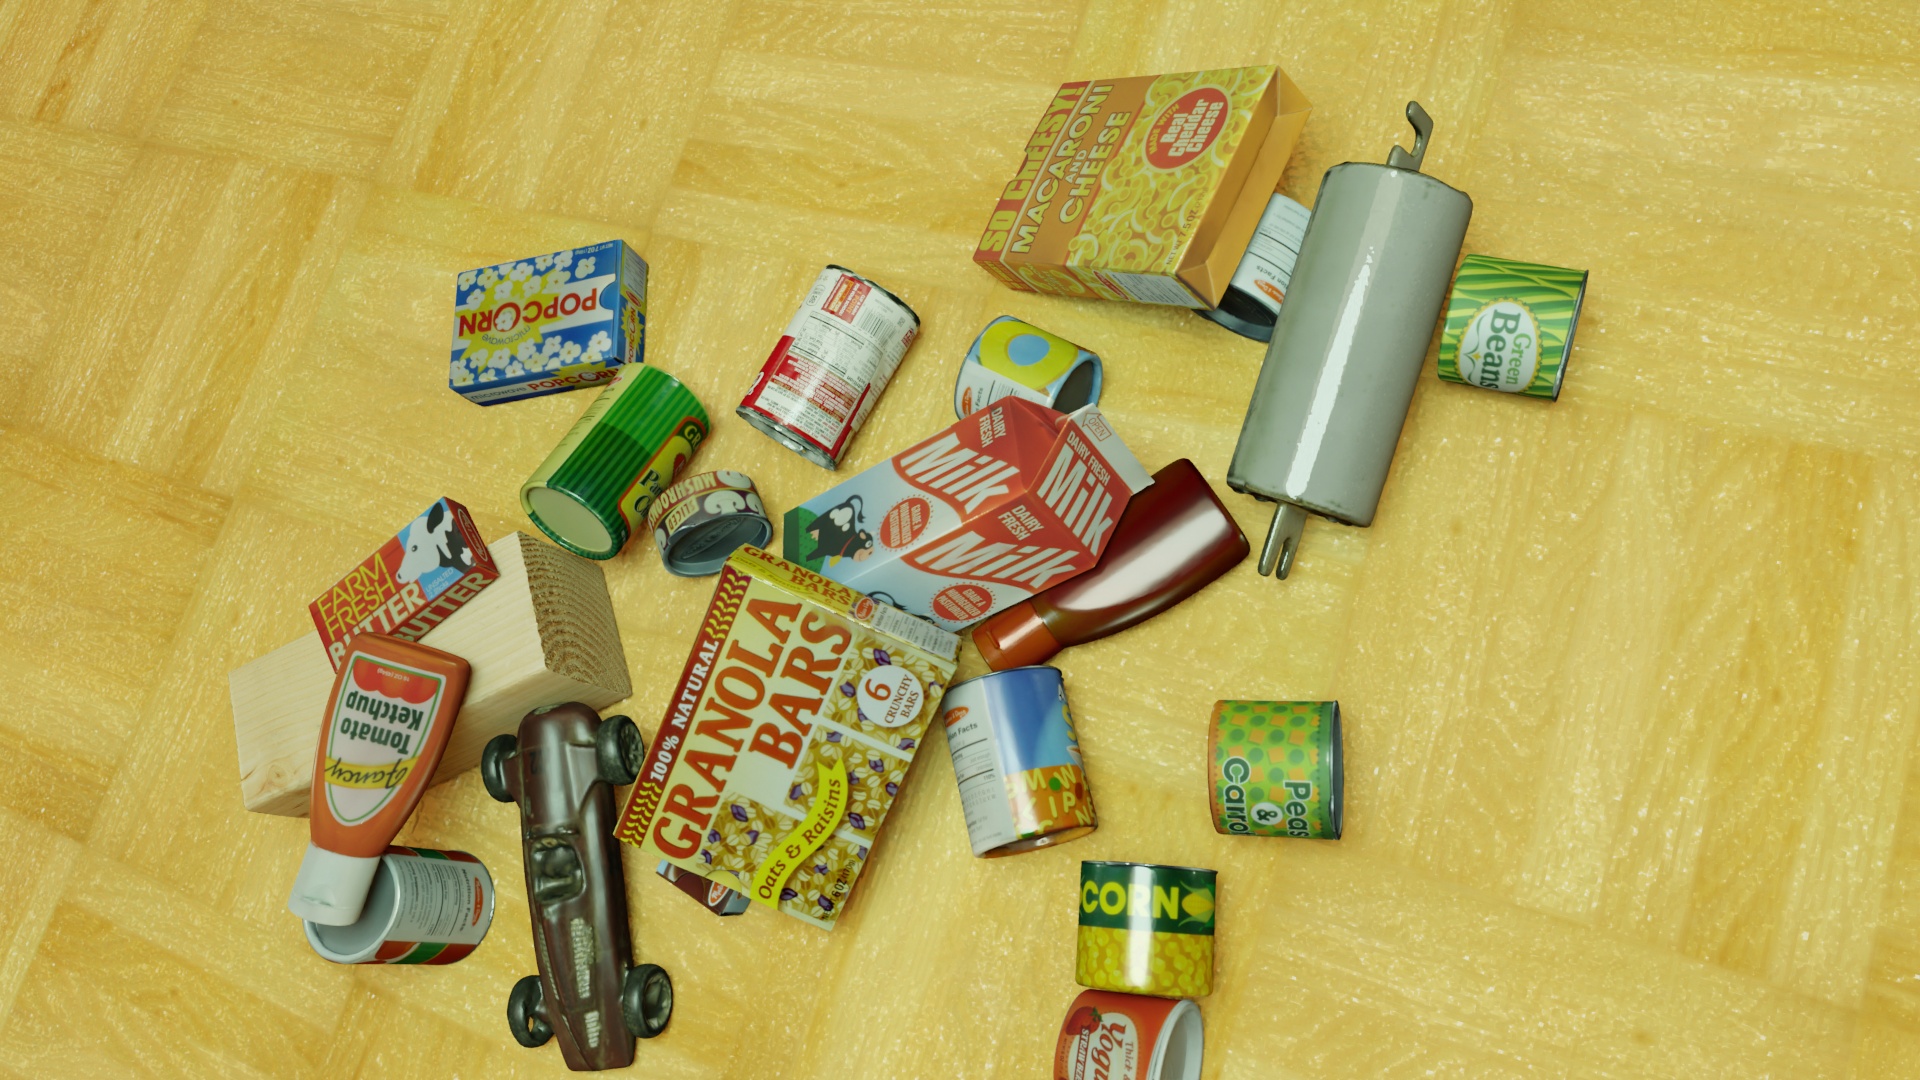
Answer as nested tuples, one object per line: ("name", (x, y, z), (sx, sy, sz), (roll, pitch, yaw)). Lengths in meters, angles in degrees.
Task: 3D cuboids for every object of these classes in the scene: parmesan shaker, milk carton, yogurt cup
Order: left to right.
("parmesan shaker", (-0.203, -0.045, 0.820), (0.071, 0.071, 0.103), (14, 53, 22))
("milk carton", (0.003, -0.009, 0.727), (0.190, 0.072, 0.074), (-26, 45, 21))
("yogurt cup", (0.079, 0.245, 0.655), (0.054, 0.072, 0.072), (6, 76, 29))

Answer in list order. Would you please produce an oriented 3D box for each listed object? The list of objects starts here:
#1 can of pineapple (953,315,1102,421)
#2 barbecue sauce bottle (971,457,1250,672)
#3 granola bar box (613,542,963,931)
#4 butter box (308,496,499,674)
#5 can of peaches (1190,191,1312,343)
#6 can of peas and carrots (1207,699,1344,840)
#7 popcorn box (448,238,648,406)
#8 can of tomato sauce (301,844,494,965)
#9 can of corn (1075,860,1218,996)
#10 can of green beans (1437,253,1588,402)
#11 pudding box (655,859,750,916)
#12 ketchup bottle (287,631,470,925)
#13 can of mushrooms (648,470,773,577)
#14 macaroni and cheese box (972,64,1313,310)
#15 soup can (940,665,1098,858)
("can of pineapple", (0.039, -0.085, 0.769), (0.058, 0.071, 0.071), (27, 84, 23))
("barbecue sauce bottle", (0.076, 0.022, 0.735), (0.148, 0.043, 0.065), (-35, 61, 7))
("granola bar box", (-0.088, 0.101, 0.704), (0.124, 0.039, 0.165), (24, 106, -2))
("butter box", (-0.312, 0.028, 0.778), (0.103, 0.024, 0.053), (-38, 64, 4))
("can of peaches", (0.158, -0.148, 0.748), (0.071, 0.071, 0.058), (27, 84, 24))
("can of peas and carrots", (0.152, 0.111, 0.667), (0.059, 0.071, 0.071), (-2, 73, 19))
("popcorn box", (-0.269, -0.141, 0.906), (0.126, 0.038, 0.085), (-8, 70, 17))
("can of tomato sauce", (-0.320, 0.208, 0.791), (0.071, 0.083, 0.071), (-5, 72, 17))
("can of corn", (0.088, 0.185, 0.665), (0.071, 0.071, 0.058), (0, 75, 19))
("can of green beans", (0.275, -0.107, 0.694), (0.058, 0.071, 0.071), (14, 79, 23))
("pudding box", (-0.126, 0.159, 0.769), (0.050, 0.030, 0.084), (25, 83, 23))
("ketchup bottle", (-0.314, 0.127, 0.738), (0.065, 0.043, 0.149), (18, 87, -6))
("can of mushrooms", (-0.147, -0.010, 0.806), (0.071, 0.071, 0.033), (-28, 65, 9))
("macaroni and cheese box", (0.093, -0.194, 0.759), (0.166, 0.040, 0.124), (18, 79, 50))
("soup can", (0.032, 0.113, 0.711), (0.071, 0.071, 0.084), (-18, 70, 13))
